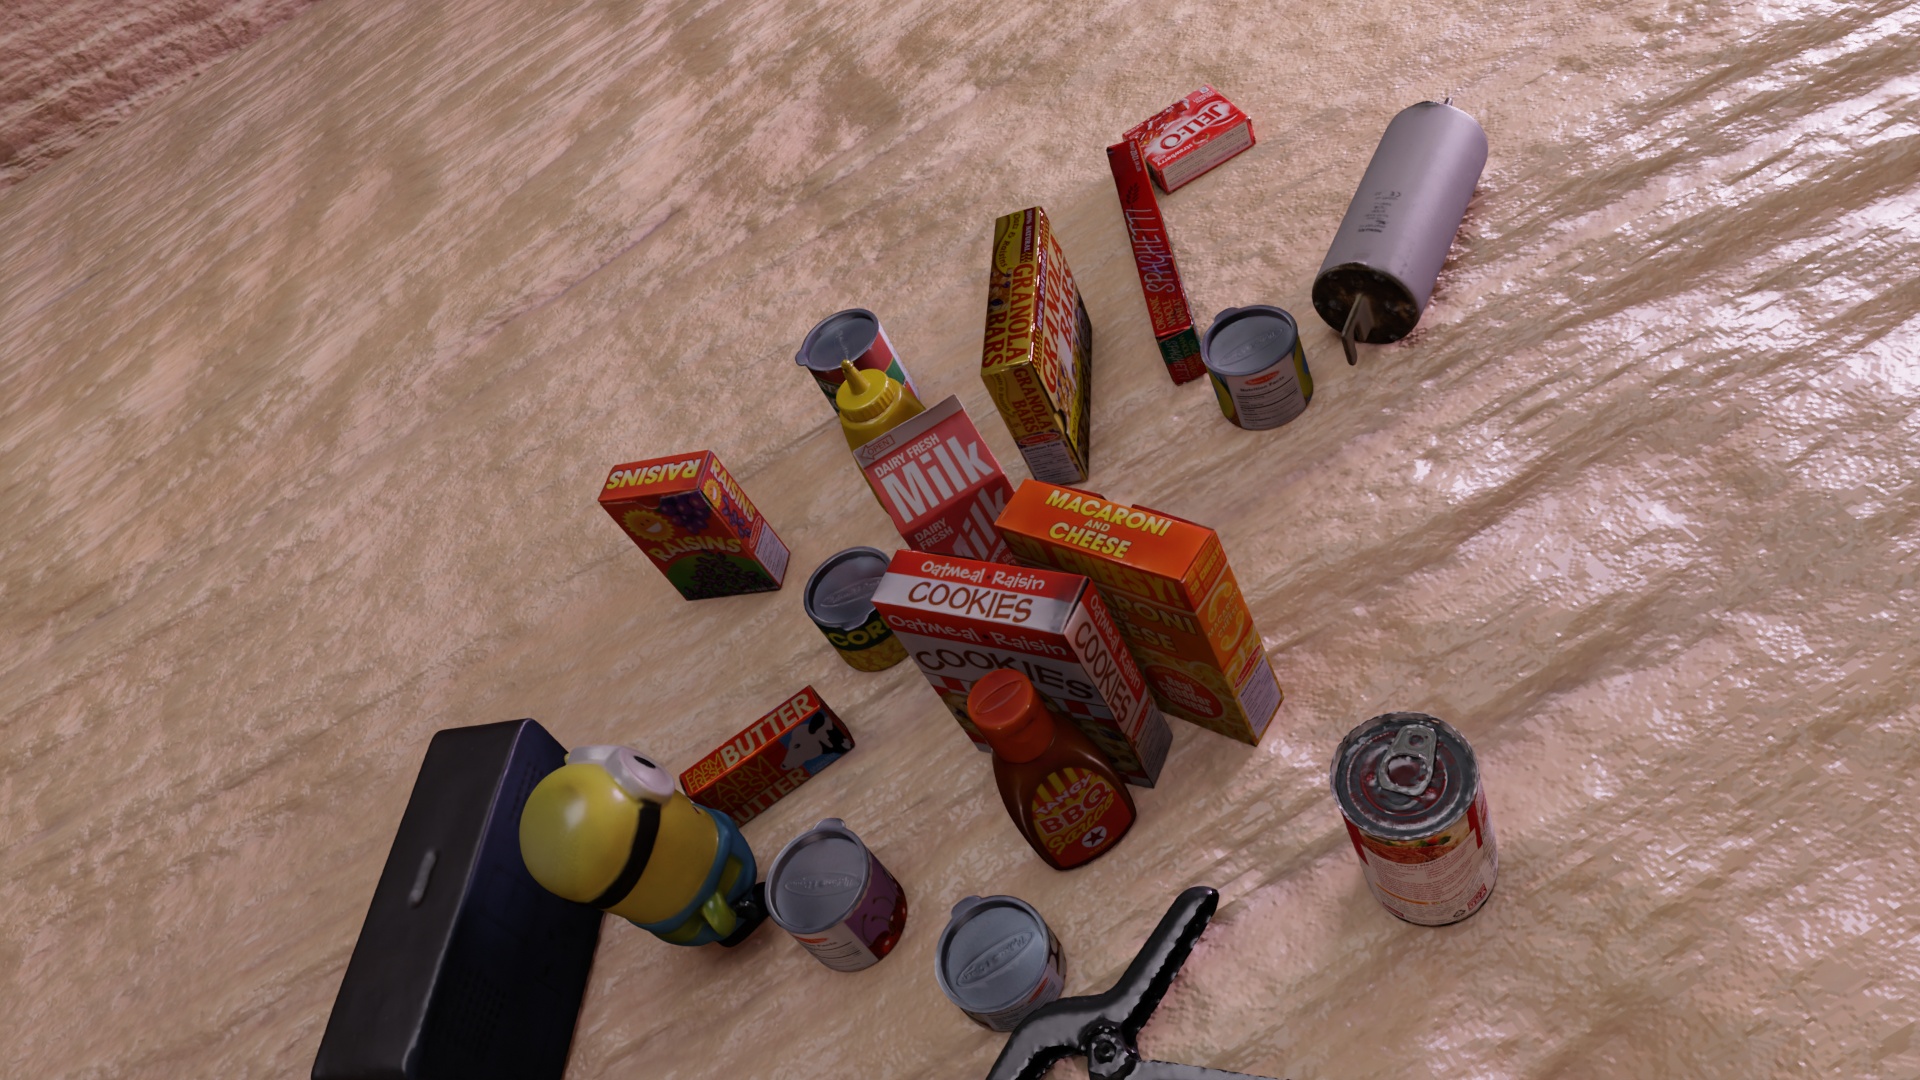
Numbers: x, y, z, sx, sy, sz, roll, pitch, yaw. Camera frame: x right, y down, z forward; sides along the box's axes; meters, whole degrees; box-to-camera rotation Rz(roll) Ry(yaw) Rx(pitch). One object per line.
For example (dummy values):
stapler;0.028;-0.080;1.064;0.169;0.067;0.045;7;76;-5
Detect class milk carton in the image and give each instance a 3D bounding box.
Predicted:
milk carton;0.003;-0.011;0.867;0.072;0.189;0.074;-31;45;0

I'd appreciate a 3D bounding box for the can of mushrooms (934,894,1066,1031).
can of mushrooms;0.021;0.230;0.760;0.071;0.033;0.071;-14;47;16

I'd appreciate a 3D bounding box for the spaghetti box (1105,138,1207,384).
spaghetti box;0.149;-0.221;1.072;0.028;0.050;0.251;-18;46;13

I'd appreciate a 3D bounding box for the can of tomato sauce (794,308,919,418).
can of tomato sauce;-0.079;-0.128;1.087;0.071;0.082;0.071;-14;47;16

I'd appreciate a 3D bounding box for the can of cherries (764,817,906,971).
can of cherries;-0.070;0.207;0.810;0.071;0.058;0.072;-14;47;16

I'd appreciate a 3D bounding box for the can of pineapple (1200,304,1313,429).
can of pineapple;0.203;-0.119;0.951;0.071;0.057;0.071;-14;47;16

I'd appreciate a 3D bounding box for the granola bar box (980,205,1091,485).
granola bar box;0.058;-0.139;0.996;0.039;0.123;0.166;-11;48;19

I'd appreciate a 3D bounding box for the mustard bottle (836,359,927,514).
mustard bottle;-0.048;-0.074;0.969;0.049;0.159;0.065;11;58;34

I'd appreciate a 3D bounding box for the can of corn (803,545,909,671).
can of corn;-0.064;0.049;0.944;0.071;0.058;0.071;-14;47;16

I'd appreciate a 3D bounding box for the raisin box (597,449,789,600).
raisin box;-0.192;-0.009;1.014;0.086;0.123;0.040;-6;50;23

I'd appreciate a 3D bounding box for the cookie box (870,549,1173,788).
cookie box;0.039;0.074;0.792;0.123;0.166;0.040;7;56;32

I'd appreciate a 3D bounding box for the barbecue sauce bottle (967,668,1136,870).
barbecue sauce bottle;0.047;0.124;0.758;0.065;0.148;0.044;-34;45;-3

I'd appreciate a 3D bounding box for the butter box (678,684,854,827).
butter box;-0.124;0.142;0.898;0.103;0.053;0.024;-34;45;-3

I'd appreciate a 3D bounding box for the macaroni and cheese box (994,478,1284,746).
macaroni and cheese box;0.104;0.041;0.787;0.124;0.165;0.040;18;62;37
